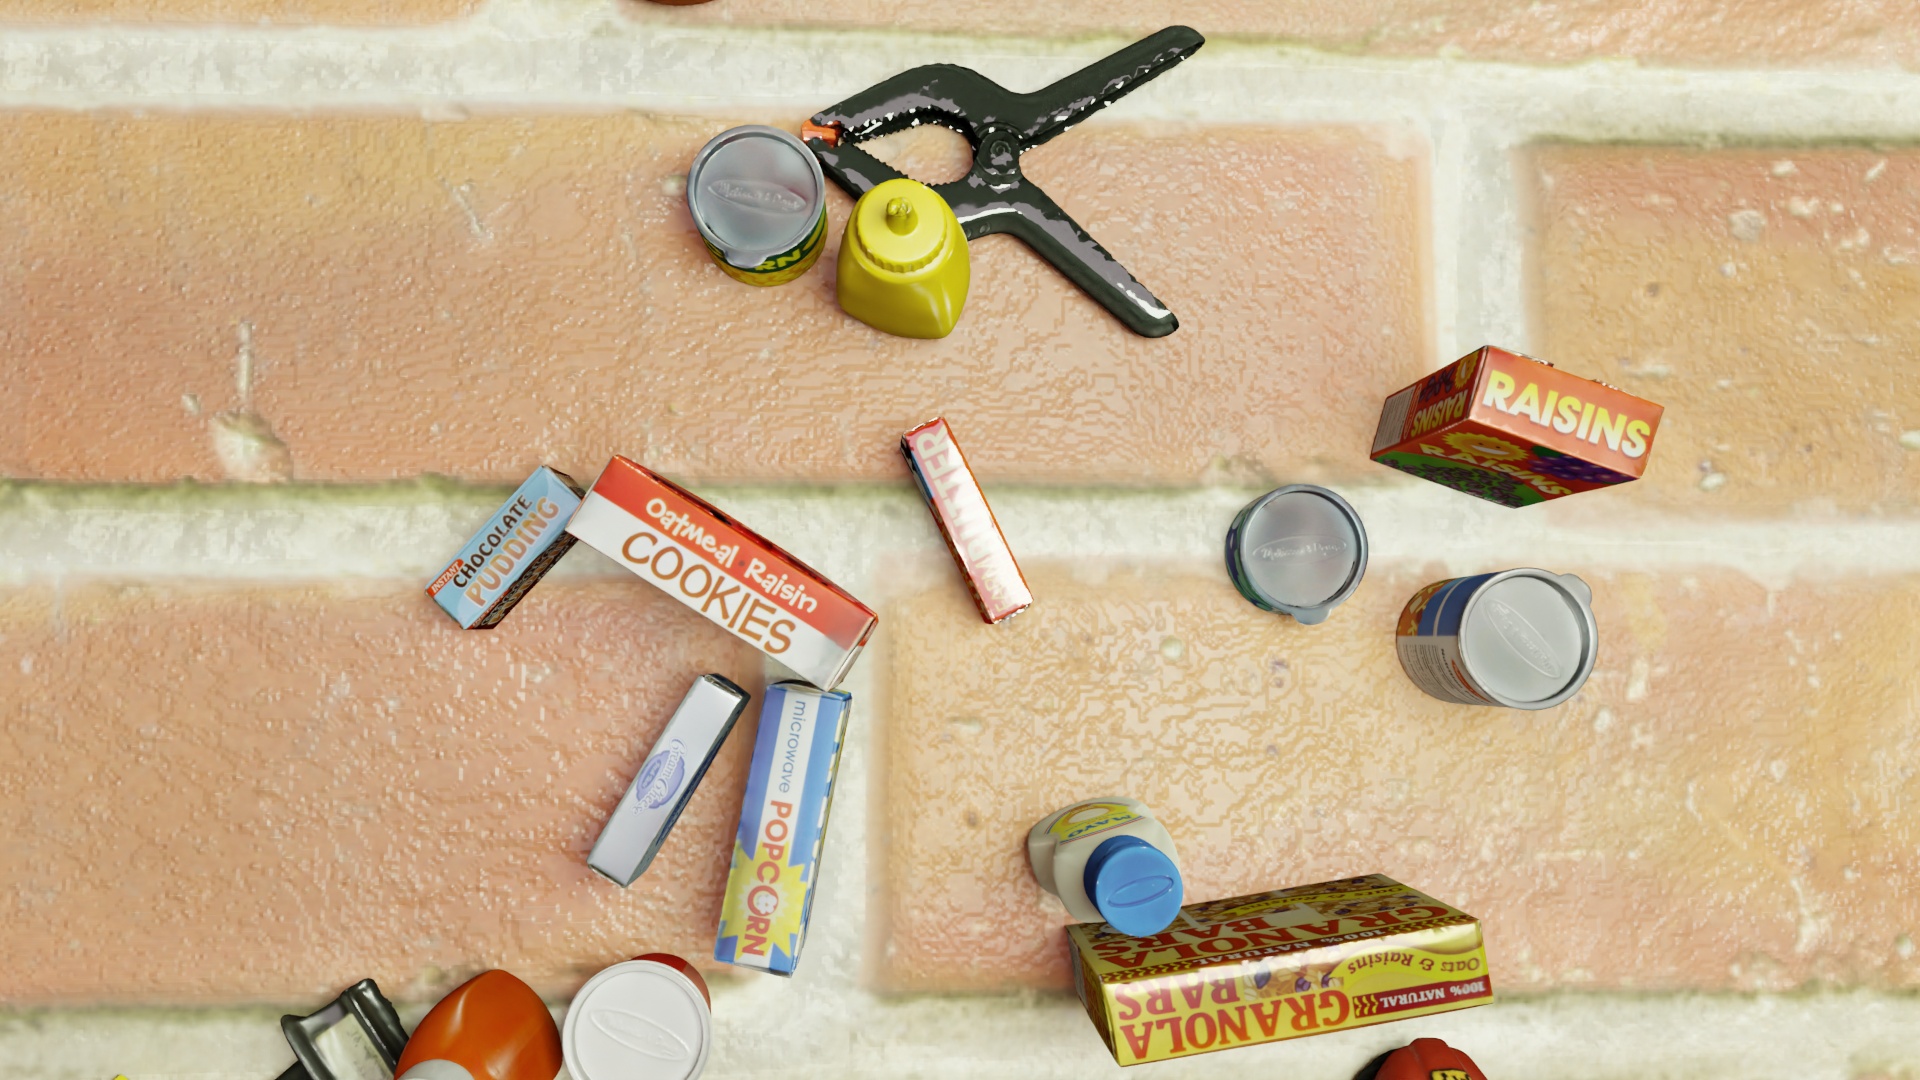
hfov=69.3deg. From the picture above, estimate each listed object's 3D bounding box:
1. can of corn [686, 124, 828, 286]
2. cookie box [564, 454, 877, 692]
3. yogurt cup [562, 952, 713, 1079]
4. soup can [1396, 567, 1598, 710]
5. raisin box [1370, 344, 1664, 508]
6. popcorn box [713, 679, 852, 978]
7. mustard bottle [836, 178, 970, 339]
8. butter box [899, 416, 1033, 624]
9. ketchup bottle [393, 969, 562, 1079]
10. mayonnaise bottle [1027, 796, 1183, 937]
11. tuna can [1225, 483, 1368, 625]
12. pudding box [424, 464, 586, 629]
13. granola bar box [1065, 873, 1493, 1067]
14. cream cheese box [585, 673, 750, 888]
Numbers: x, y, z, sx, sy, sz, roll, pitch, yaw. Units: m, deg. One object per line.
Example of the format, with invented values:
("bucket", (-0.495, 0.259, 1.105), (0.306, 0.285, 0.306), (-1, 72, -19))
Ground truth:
("can of corn", (-0.100, -0.163, 0.695), (0.071, 0.058, 0.071), (0, 85, -3))
("cookie box", (-0.097, 0.018, 0.623), (0.123, 0.167, 0.040), (31, 84, 0))
("yogurt cup", (-0.149, 0.228, 0.658), (0.072, 0.054, 0.072), (0, 85, -3))
("soup can", (0.263, 0.047, 0.683), (0.071, 0.083, 0.071), (0, 85, -3))
("raisin box", (0.264, -0.052, 0.672), (0.086, 0.123, 0.040), (19, 85, -1))
("popcorn box", (-0.081, 0.130, 0.655), (0.038, 0.085, 0.127), (11, 84, -2))
("mustard bottle", (-0.026, -0.133, 0.645), (0.065, 0.160, 0.049), (15, 85, -2))
("butter box", (0.002, -0.009, 0.689), (0.024, 0.053, 0.103), (-26, 87, -5))
("ketchup bottle", (-0.216, 0.234, 0.606), (0.043, 0.148, 0.065), (-35, 88, -5))
("mayonnaise bottle", (0.069, 0.146, 0.630), (0.065, 0.148, 0.041), (-17, 86, -4))
("tuna can", (0.171, 0.008, 0.707), (0.071, 0.033, 0.071), (0, 85, -3))
("pudding box", (-0.216, 0.004, 0.677), (0.030, 0.049, 0.084), (42, 84, 1))
("granola bar box", (0.140, 0.195, 0.642), (0.166, 0.124, 0.039), (-8, 86, -4))
("cream cheese box", (-0.139, 0.113, 0.669), (0.024, 0.053, 0.104), (31, 84, 0))
